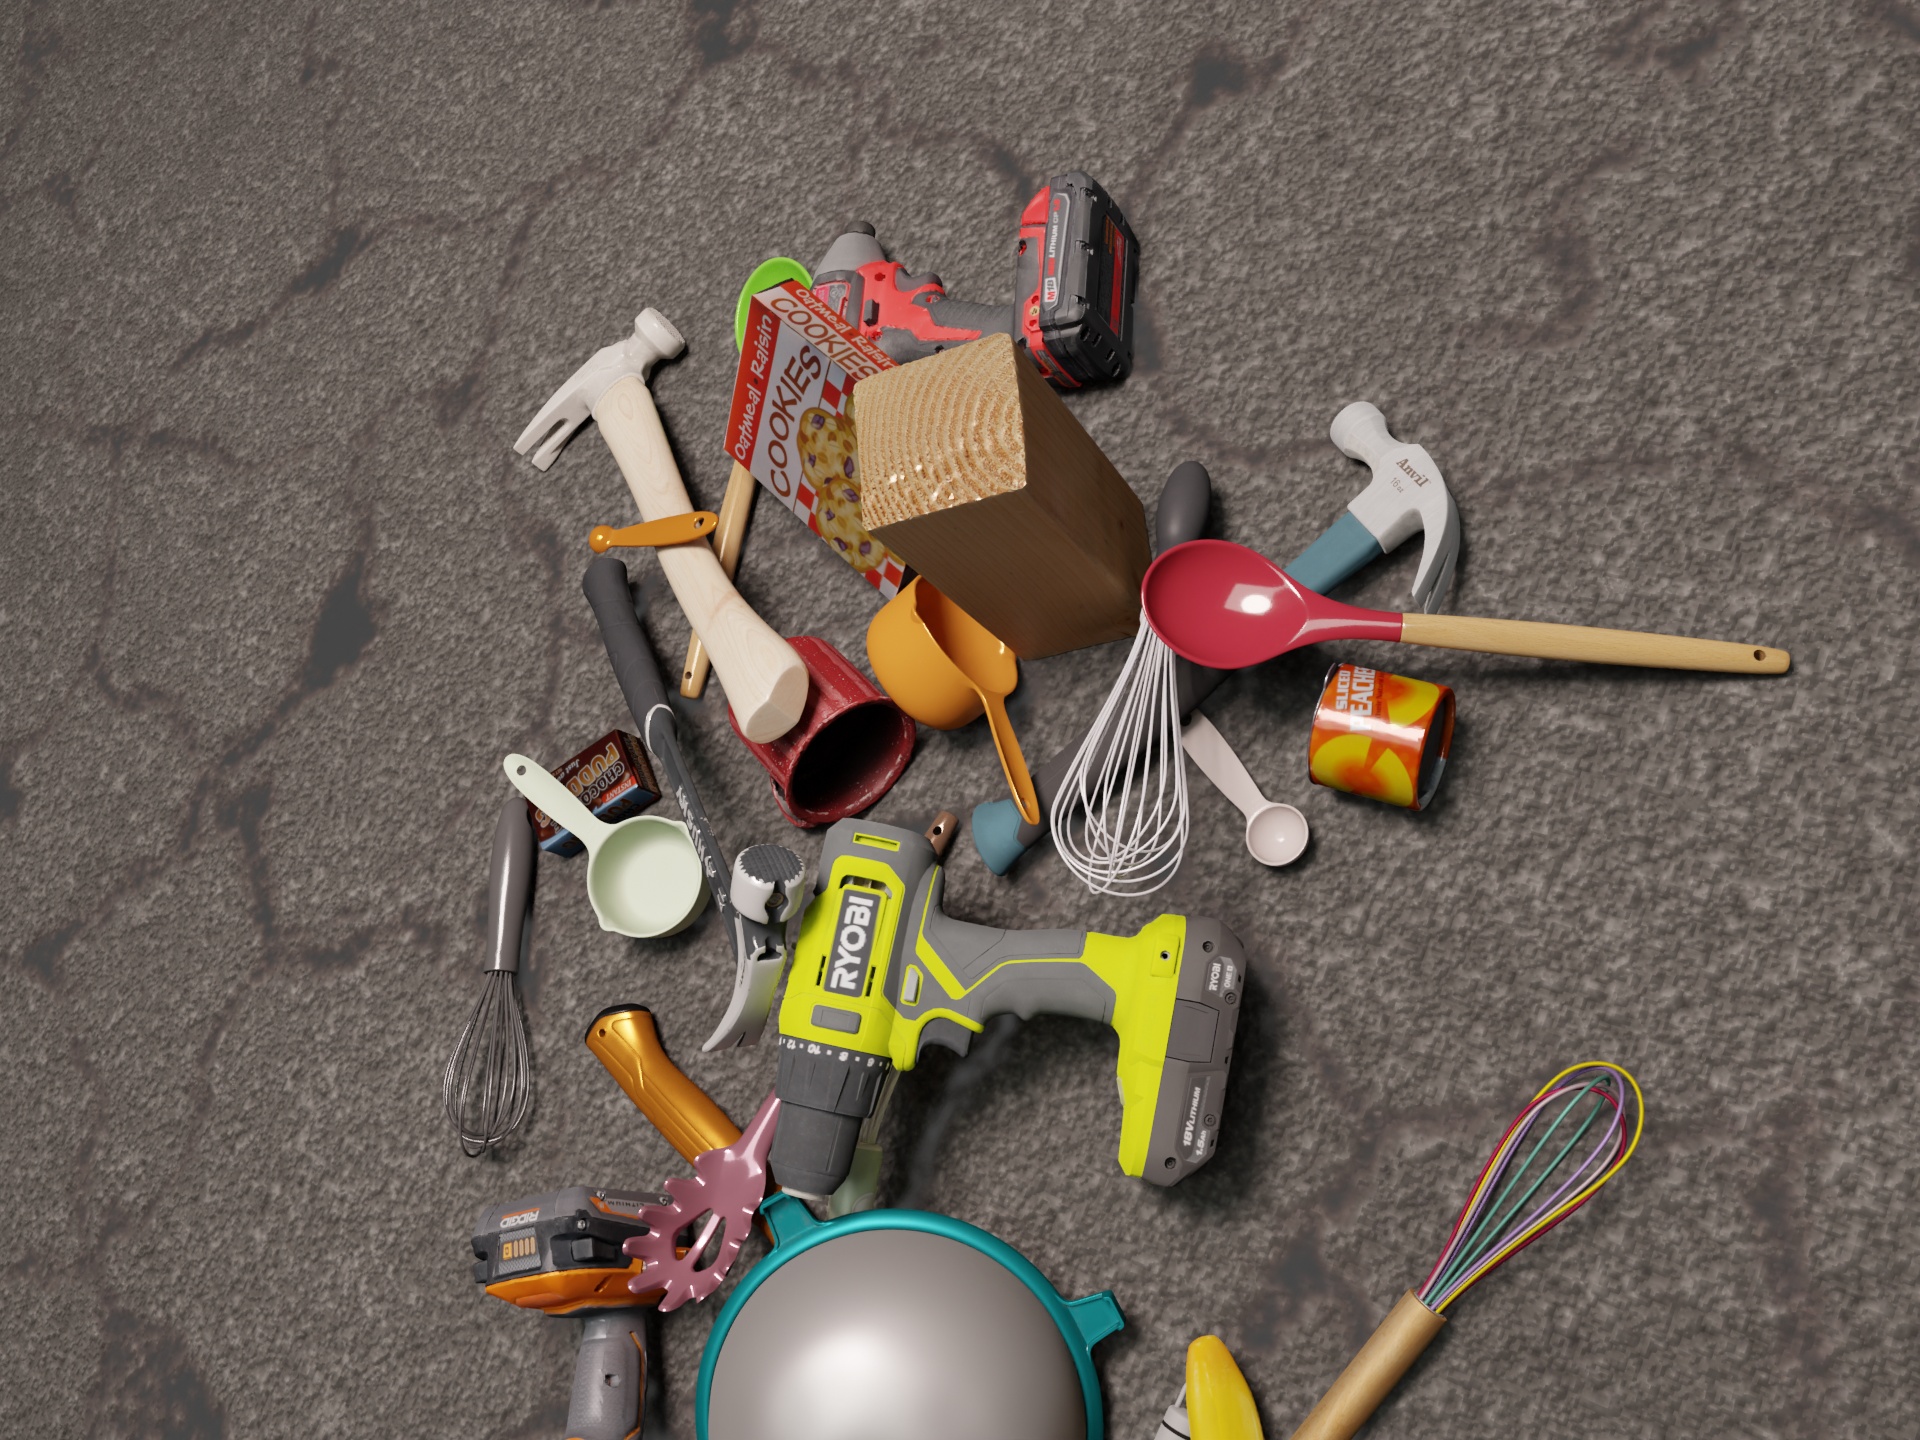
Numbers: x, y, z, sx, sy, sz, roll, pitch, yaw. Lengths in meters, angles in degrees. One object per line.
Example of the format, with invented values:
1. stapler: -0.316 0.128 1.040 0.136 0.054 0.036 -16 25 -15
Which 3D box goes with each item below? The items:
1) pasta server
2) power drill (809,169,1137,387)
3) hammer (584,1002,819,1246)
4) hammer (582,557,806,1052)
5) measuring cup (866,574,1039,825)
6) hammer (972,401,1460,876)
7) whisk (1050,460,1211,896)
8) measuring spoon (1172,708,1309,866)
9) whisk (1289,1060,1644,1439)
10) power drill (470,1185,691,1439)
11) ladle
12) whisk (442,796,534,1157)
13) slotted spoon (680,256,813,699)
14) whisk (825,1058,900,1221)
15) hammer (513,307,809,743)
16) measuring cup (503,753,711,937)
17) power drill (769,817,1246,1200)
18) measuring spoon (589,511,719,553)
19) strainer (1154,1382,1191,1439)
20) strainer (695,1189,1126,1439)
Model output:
1. pasta server: -0.086 0.186 0.905 0.060 0.040 0.316 27 76 17
2. power drill: -0.003 -0.270 1.020 0.220 0.078 0.143 -4 72 28
3. hammer: -0.114 0.284 0.915 0.337 0.034 0.127 38 91 31
4. hammer: -0.176 0.022 0.962 0.409 0.036 0.149 -122 37 -47
5. measuring cup: -0.001 -0.003 0.918 0.052 0.095 0.174 -36 57 27
6. hammer: 0.135 -0.031 0.889 0.331 0.033 0.128 -41 51 10
7. whisk: 0.101 -0.033 0.847 0.070 0.070 0.285 -2 54 26
8. measuring spoon: 0.152 0.033 0.880 0.034 0.018 0.124 -41 54 10
9. whisk: 0.235 0.260 0.747 0.047 0.051 0.245 39 96 25
10. power drill: -0.207 0.375 0.857 0.084 0.164 0.227 -18 64 21
11. ladle: 0.249 -0.046 0.801 0.315 0.031 0.069 6 76 9
12. whisk: -0.303 0.163 1.042 0.055 0.055 0.239 -10 66 23
13. slotted spoon: -0.149 -0.166 1.084 0.070 0.031 0.314 6 78 28
14. whisk: -0.052 0.223 0.863 0.059 0.057 0.246 0 75 35
15. hammer: -0.193 -0.121 1.030 0.146 0.038 0.411 -41 46 10
16. measuring cup: -0.228 0.075 1.019 0.168 0.038 0.083 37 88 19
17. power drill: 0.019 0.164 0.815 0.228 0.080 0.191 11 78 5
18. measuring spoon: -0.195 -0.120 0.998 0.117 0.011 0.021 -2 64 38
19. strainer: 0.062 0.442 0.774 0.087 0.050 0.258 24 82 15
20. strainer: -0.054 0.416 0.773 0.211 0.095 0.340 16 88 6
